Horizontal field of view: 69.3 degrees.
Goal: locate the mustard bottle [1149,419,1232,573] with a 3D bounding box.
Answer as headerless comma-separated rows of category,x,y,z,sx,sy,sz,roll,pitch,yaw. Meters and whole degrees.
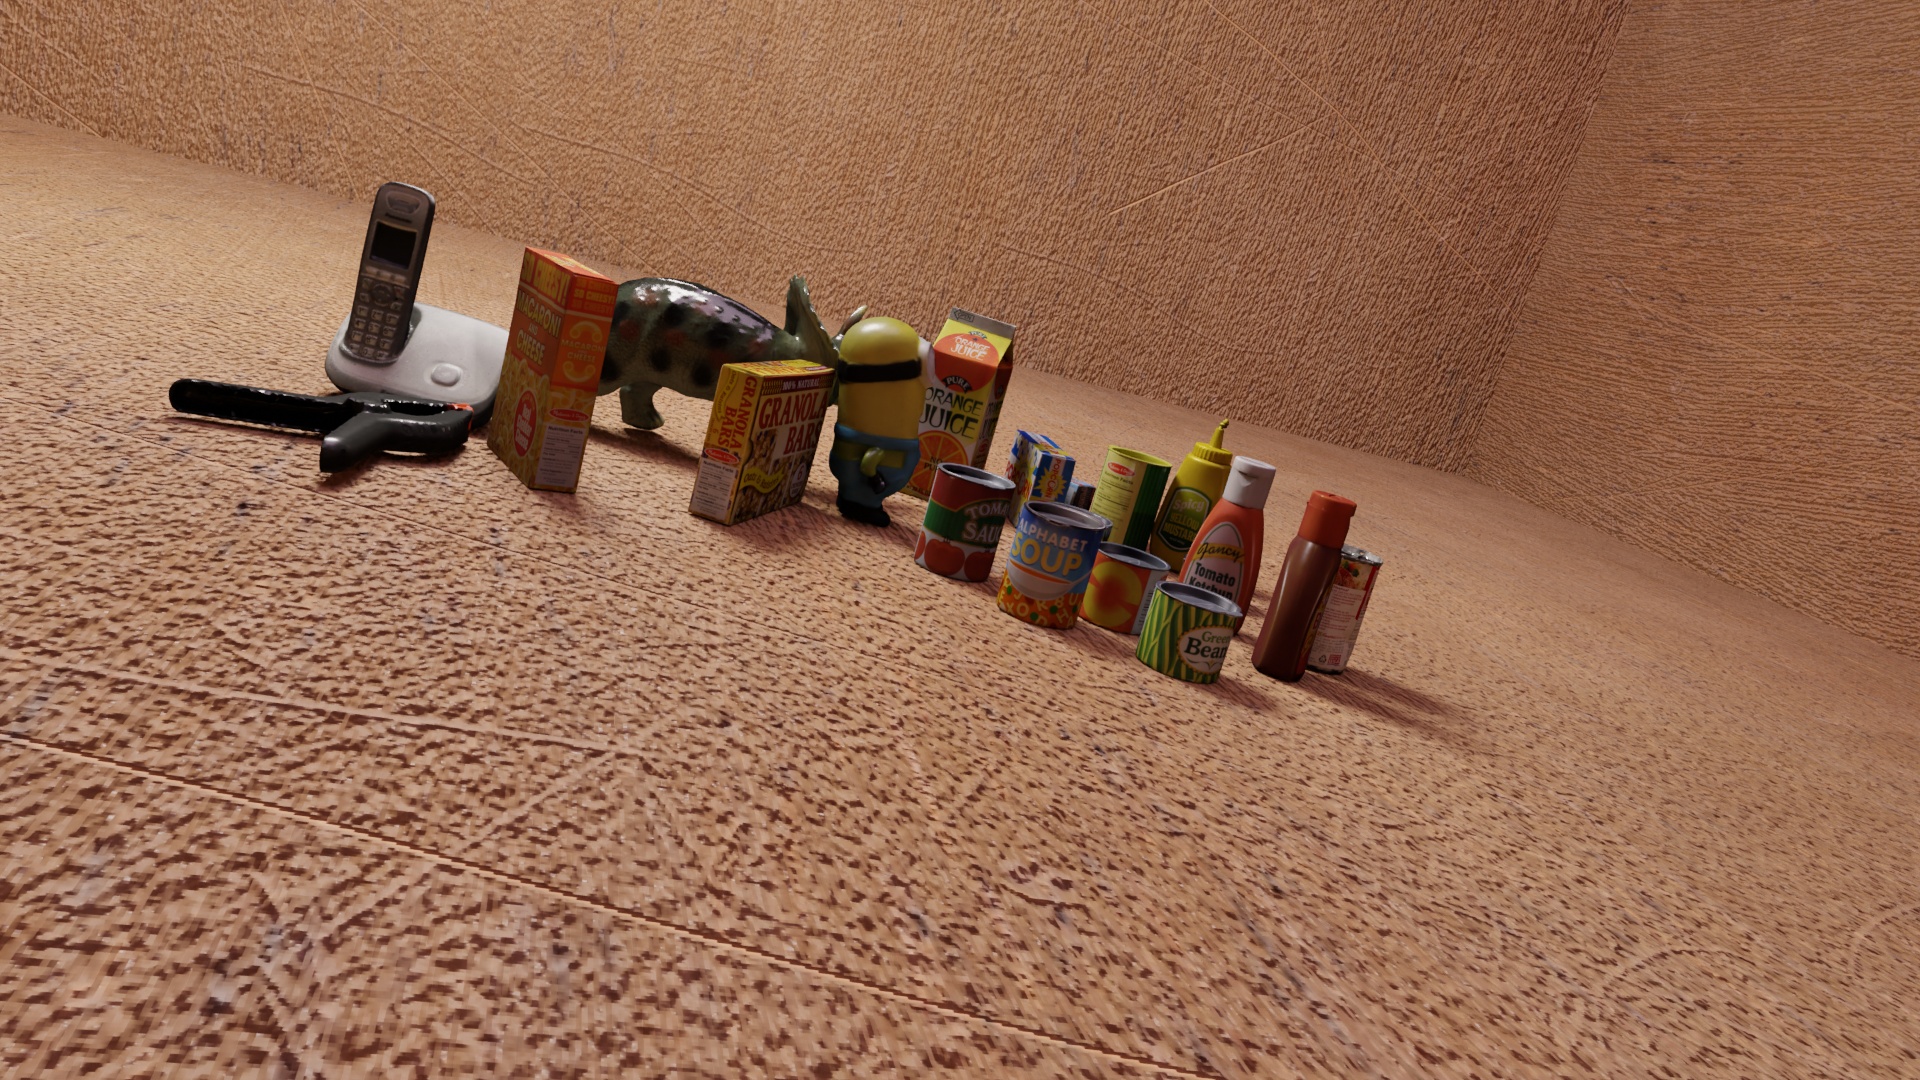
mustard bottle,0.238,-0.046,1.392,0.065,0.159,0.049,20,13,21

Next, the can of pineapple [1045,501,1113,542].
can of pineapple,0.097,0.003,1.240,0.071,0.057,0.071,15,12,-3

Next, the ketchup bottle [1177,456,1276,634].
ketchup bottle,0.232,0.003,1.196,0.065,0.148,0.043,21,13,23

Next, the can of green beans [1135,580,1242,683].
can of green beans,0.170,0.069,1.043,0.071,0.057,0.071,15,12,-3

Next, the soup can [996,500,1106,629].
soup can,0.069,0.019,1.075,0.071,0.083,0.071,15,12,-3

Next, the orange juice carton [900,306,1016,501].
orange juice carton,-0.001,-0.135,1.415,0.072,0.192,0.073,18,12,12

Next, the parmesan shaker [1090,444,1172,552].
parmesan shaker,0.164,-0.037,1.392,0.071,0.102,0.071,15,12,-3

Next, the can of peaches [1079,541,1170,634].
can of peaches,0.128,0.038,1.127,0.071,0.058,0.071,15,12,-3

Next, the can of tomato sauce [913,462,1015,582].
can of tomato sauce,0.004,-0.014,1.144,0.071,0.083,0.071,15,12,-3

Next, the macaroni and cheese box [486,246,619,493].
macaroni and cheese box,-0.319,-0.135,1.082,0.040,0.166,0.124,7,15,-36

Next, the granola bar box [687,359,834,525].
granola bar box,-0.162,-0.086,1.159,0.039,0.124,0.166,18,12,11

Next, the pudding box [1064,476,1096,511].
pudding box,0.102,-0.049,1.495,0.030,0.049,0.084,4,17,-45

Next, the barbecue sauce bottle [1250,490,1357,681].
barbecue sauce bottle,0.274,0.035,1.107,0.044,0.148,0.065,19,12,15

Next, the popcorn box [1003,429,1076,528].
popcorn box,0.076,-0.059,1.423,0.038,0.085,0.127,13,12,-13

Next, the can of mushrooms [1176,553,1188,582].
can of mushrooms,0.238,0.038,1.319,0.071,0.033,0.071,15,12,-3
